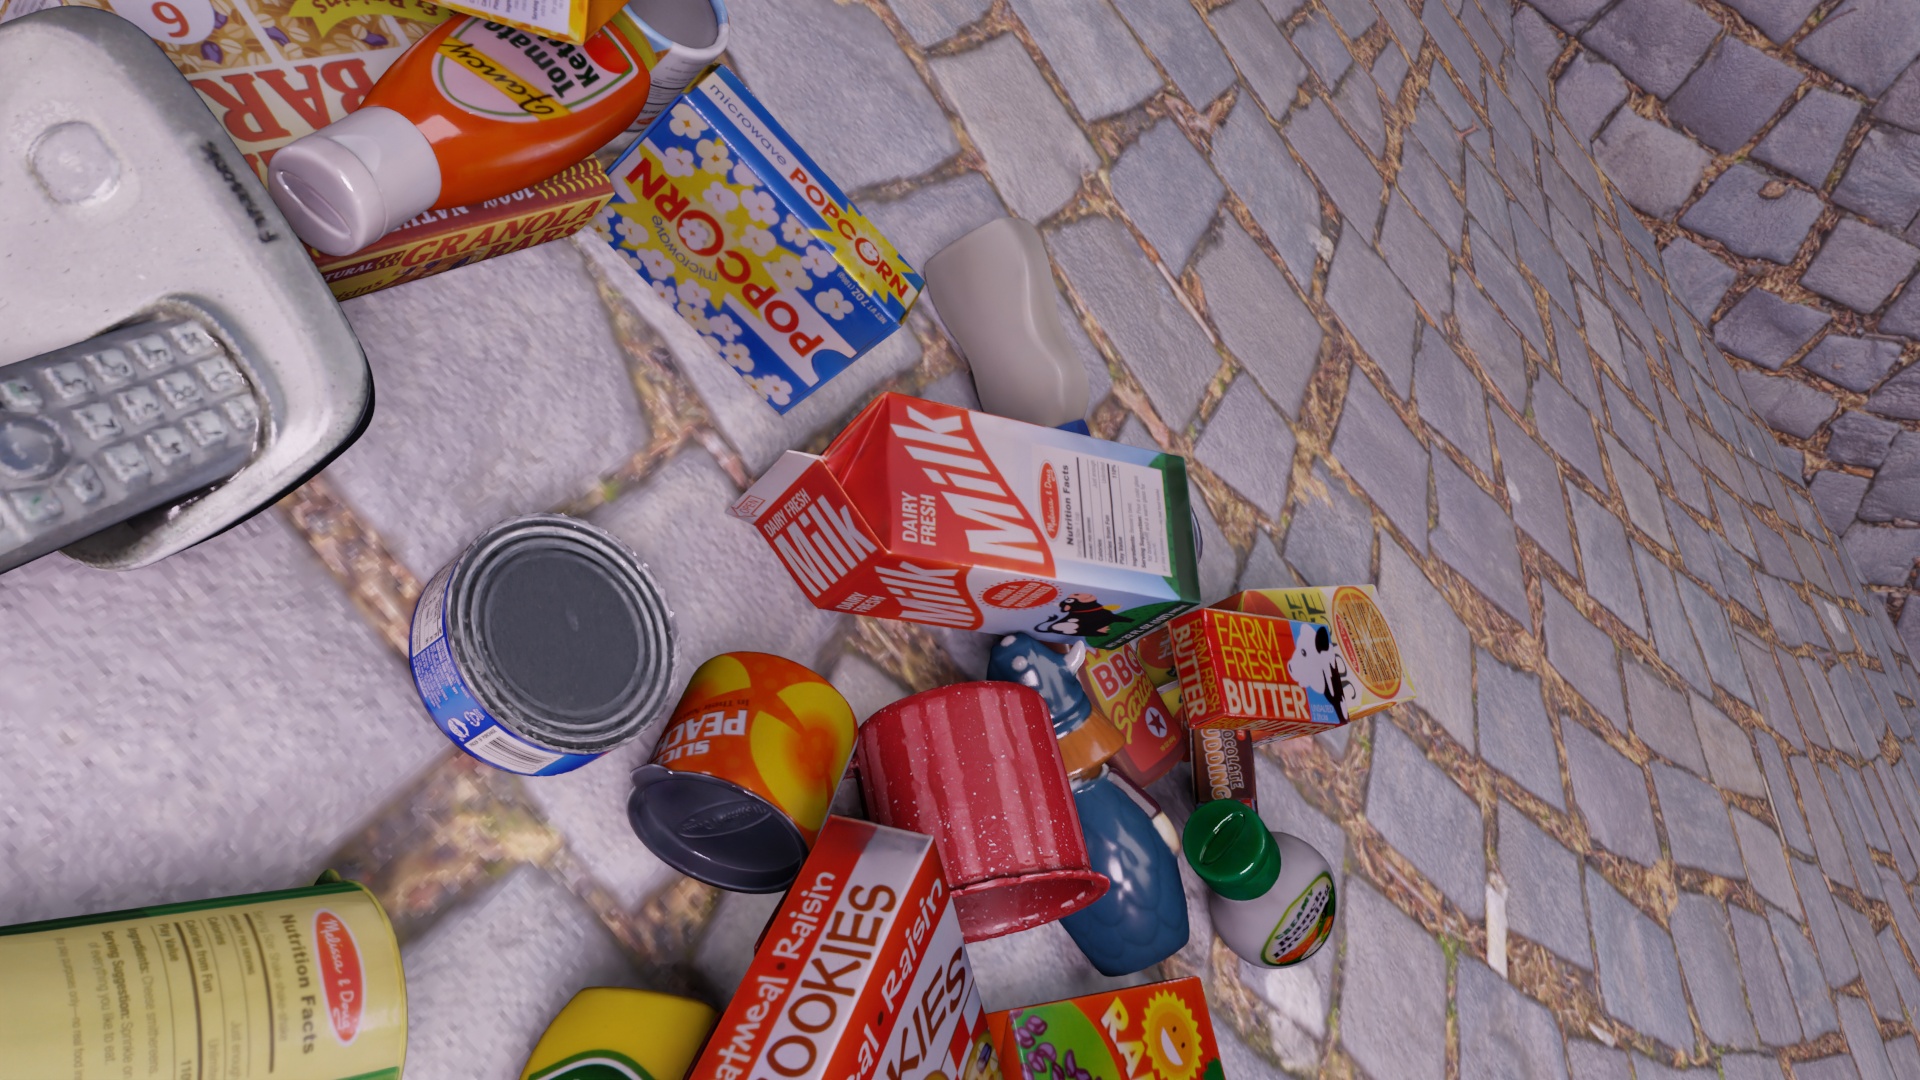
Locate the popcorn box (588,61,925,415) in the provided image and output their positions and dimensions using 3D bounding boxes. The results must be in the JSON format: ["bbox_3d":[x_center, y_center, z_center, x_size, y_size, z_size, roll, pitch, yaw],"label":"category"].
[{"bbox_3d":[-0.089,-0.125,0.590,0.126,0.085,0.038,45,40,-18],"label":"popcorn box"}]

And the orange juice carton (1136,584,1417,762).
[{"bbox_3d":[0.167,0.071,0.758,0.193,0.071,0.073,0,67,-48],"label":"orange juice carton"}]

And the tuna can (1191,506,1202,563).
[{"bbox_3d":[0.100,-0.004,0.764,0.071,0.032,0.071,27,49,-35],"label":"tuna can"}]

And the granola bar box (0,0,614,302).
[{"bbox_3d":[-0.222,-0.154,0.499,0.124,0.039,0.166,57,38,-4],"label":"granola bar box"}]

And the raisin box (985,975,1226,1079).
[{"bbox_3d":[0.058,0.229,0.565,0.123,0.040,0.086,8,60,-44],"label":"raisin box"}]

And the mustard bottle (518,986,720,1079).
[{"bbox_3d":[-0.106,0.205,0.377,0.048,0.065,0.161,69,26,-46],"label":"mustard bottle"}]

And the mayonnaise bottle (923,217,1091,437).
[{"bbox_3d":[0.034,-0.090,0.725,0.041,0.064,0.148,-16,83,-55],"label":"mayonnaise bottle"}]

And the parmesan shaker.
[{"bbox_3d":[-0.198,0.119,0.332,0.103,0.071,0.071,4,64,-46],"label":"parmesan shaker"}]

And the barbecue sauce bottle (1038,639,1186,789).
[{"bbox_3d":[0.052,0.049,0.668,0.065,0.043,0.148,-26,87,-55],"label":"barbecue sauce bottle"}]

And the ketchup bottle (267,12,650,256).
[{"bbox_3d":[-0.171,-0.145,0.480,0.064,0.043,0.150,41,42,-8],"label":"ketchup bottle"}]

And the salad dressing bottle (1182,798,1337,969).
[{"bbox_3d":[0.139,0.160,0.649,0.044,0.064,0.147,36,-8,36],"label":"salad dressing bottle"}]

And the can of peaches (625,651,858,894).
[{"bbox_3d":[-0.076,0.080,0.488,0.071,0.071,0.058,43,41,-20],"label":"can of peaches"}]

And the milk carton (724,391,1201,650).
[{"bbox_3d":[0.002,-0.007,0.591,0.191,0.072,0.074,10,64,-27],"label":"milk carton"}]

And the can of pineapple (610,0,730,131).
[{"bbox_3d":[-0.146,-0.226,0.613,0.071,0.057,0.071,26,49,-35],"label":"can of pineapple"}]

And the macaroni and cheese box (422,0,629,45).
[{"bbox_3d":[-0.197,-0.234,0.497,0.166,0.040,0.124,14,35,-4],"label":"macaroni and cheese box"}]

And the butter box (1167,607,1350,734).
[{"bbox_3d":[0.142,0.063,0.659,0.103,0.024,0.053,9,64,-42],"label":"butter box"}]

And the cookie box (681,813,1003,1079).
[{"bbox_3d":[-0.031,0.188,0.428,0.123,0.040,0.166,-62,147,-47],"label":"cookie box"}]

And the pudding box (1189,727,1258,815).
[{"bbox_3d":[0.132,0.123,0.690,0.083,0.030,0.050,69,19,-54],"label":"pudding box"}]
